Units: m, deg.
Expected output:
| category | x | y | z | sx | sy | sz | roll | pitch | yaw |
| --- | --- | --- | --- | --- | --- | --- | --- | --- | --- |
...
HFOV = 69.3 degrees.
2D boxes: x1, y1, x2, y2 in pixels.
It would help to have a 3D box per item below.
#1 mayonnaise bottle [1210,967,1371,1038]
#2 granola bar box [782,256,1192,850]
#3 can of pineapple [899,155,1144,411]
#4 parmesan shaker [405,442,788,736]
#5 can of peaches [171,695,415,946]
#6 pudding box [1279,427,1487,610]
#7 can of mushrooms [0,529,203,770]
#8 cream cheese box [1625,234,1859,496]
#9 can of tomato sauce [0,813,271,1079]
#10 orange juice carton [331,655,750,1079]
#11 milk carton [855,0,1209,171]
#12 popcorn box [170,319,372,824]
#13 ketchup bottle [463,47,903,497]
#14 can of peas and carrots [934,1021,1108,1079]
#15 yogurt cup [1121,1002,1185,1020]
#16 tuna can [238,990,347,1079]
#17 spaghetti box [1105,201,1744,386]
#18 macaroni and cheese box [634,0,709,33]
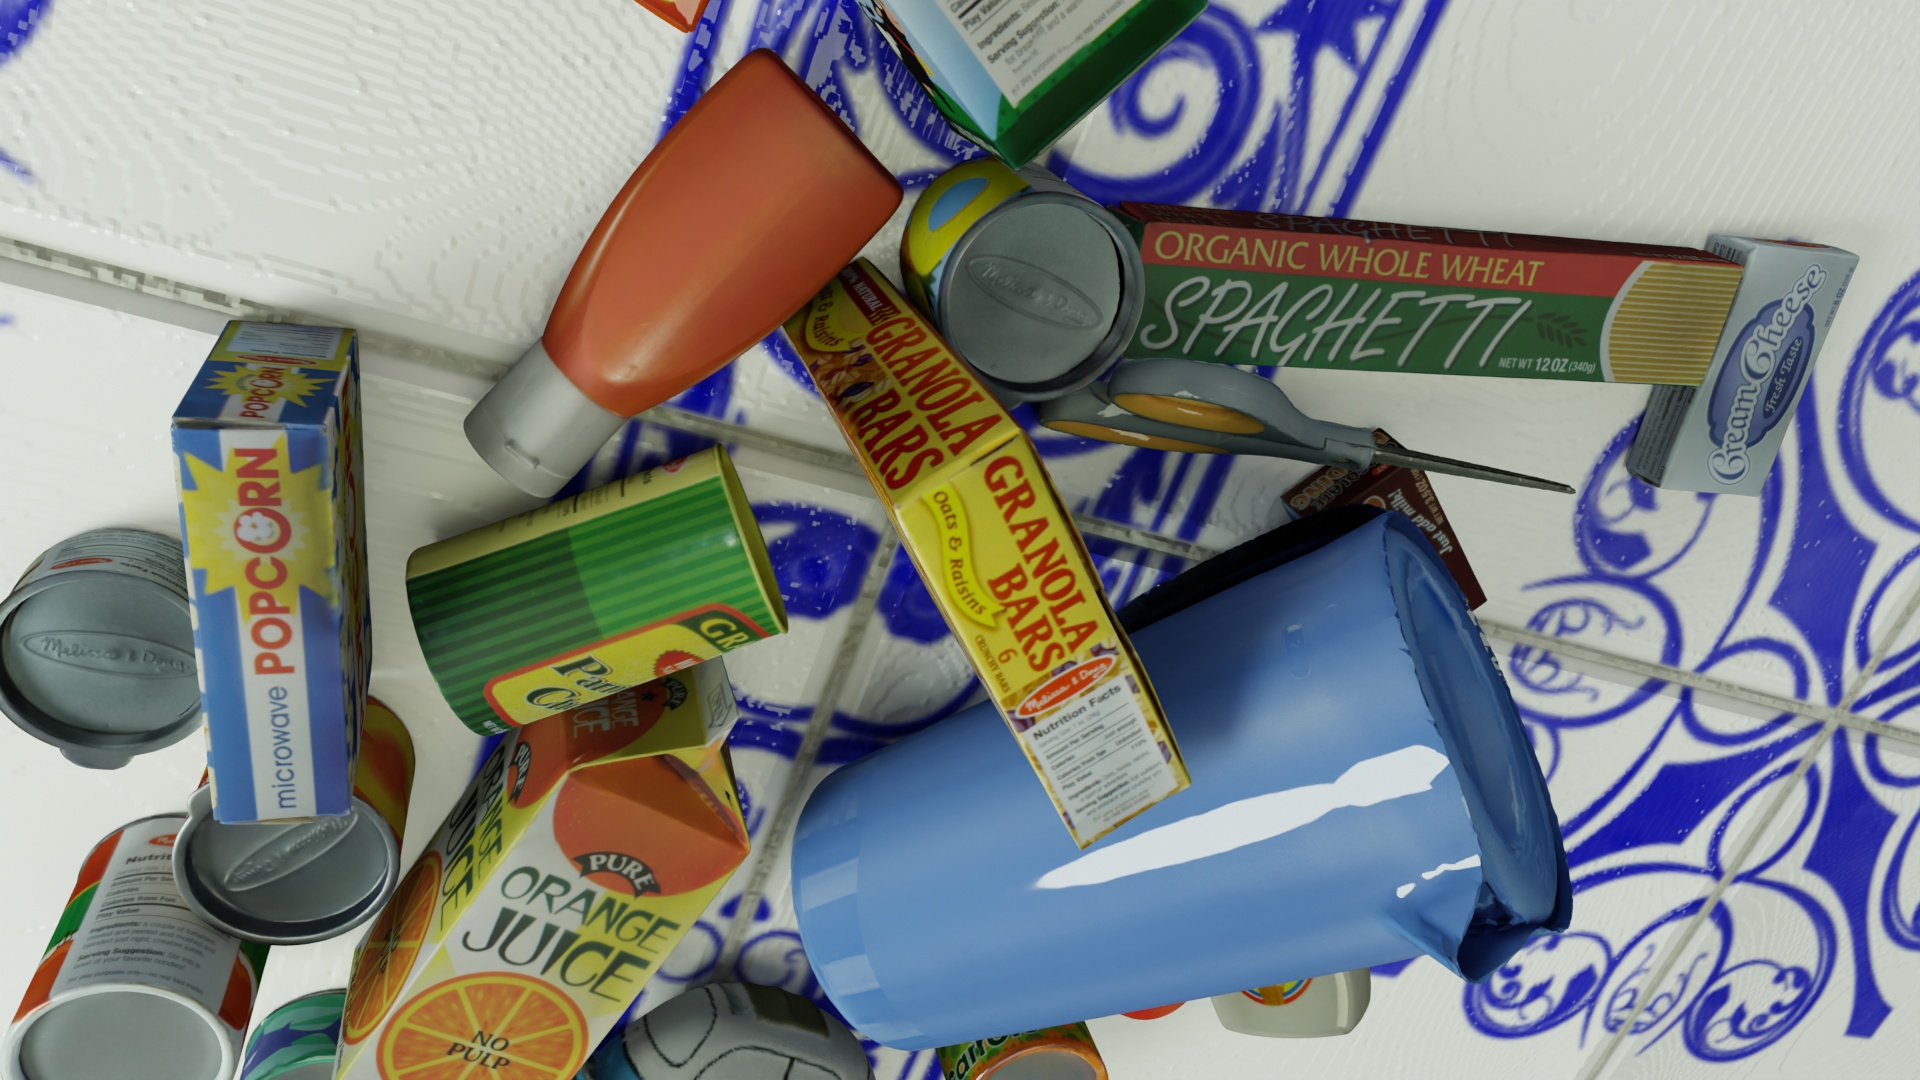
| category | x | y | z | sx | sy | sz | roll | pitch | yaw |
| --- | --- | --- | --- | --- | --- | --- | --- | --- | --- |
| mayonnaise bottle | 0.118 | 0.122 | 0.557 | 0.064 | 0.041 | 0.148 | -12 | 95 | 34 |
| granola bar box | 0.001 | -0.005 | 0.418 | 0.039 | 0.166 | 0.123 | -29 | 120 | -3 |
| can of pineapple | 0.017 | -0.084 | 0.445 | 0.071 | 0.058 | 0.070 | -7 | 117 | -13 |
| parmesan shaker | -0.115 | 0.017 | 0.453 | 0.103 | 0.071 | 0.071 | -20 | 120 | -3 |
| can of peaches | -0.220 | 0.088 | 0.461 | 0.071 | 0.058 | 0.071 | -6 | 117 | -12 |
| pudding box | 0.167 | 0.004 | 0.549 | 0.049 | 0.030 | 0.083 | -35 | 120 | 3 |
| can of mushrooms | -0.264 | 0.034 | 0.435 | 0.071 | 0.033 | 0.070 | -7 | 118 | -14 |
| cream cheese box | 0.312 | -0.069 | 0.559 | 0.053 | 0.024 | 0.103 | 3 | 115 | -16 |
| can of tomato sauce | -0.268 | 0.144 | 0.461 | 0.071 | 0.083 | 0.071 | -7 | 117 | -13 |
| orange juice carton | -0.137 | 0.114 | 0.490 | 0.073 | 0.072 | 0.192 | 31 | 104 | -28 |
| milk carton | -0.022 | -0.200 | 0.368 | 0.073 | 0.072 | 0.190 | -40 | 120 | 5 |
| popcorn box | -0.199 | 0.008 | 0.411 | 0.038 | 0.085 | 0.126 | 0 | 115 | -17 |
| ketchup bottle | -0.089 | -0.076 | 0.426 | 0.148 | 0.044 | 0.064 | -44 | 111 | 8 |
| can of peas and carrots | 0.022 | 0.219 | 0.598 | 0.071 | 0.059 | 0.070 | -7 | 117 | -13 |
| yogurt cup | 0.068 | 0.166 | 0.583 | 0.072 | 0.072 | 0.054 | -41 | 128 | 7 |
| tuna can | -0.238 | 0.207 | 0.530 | 0.071 | 0.033 | 0.070 | -7 | 118 | -13 |
| spaghetti box | 0.169 | -0.087 | 0.505 | 0.250 | 0.029 | 0.050 | 0 | 115 | -17 |
| macaroni and cheese box | -0.069 | -0.212 | 0.283 | 0.123 | 0.040 | 0.166 | 28 | 107 | -21 |
